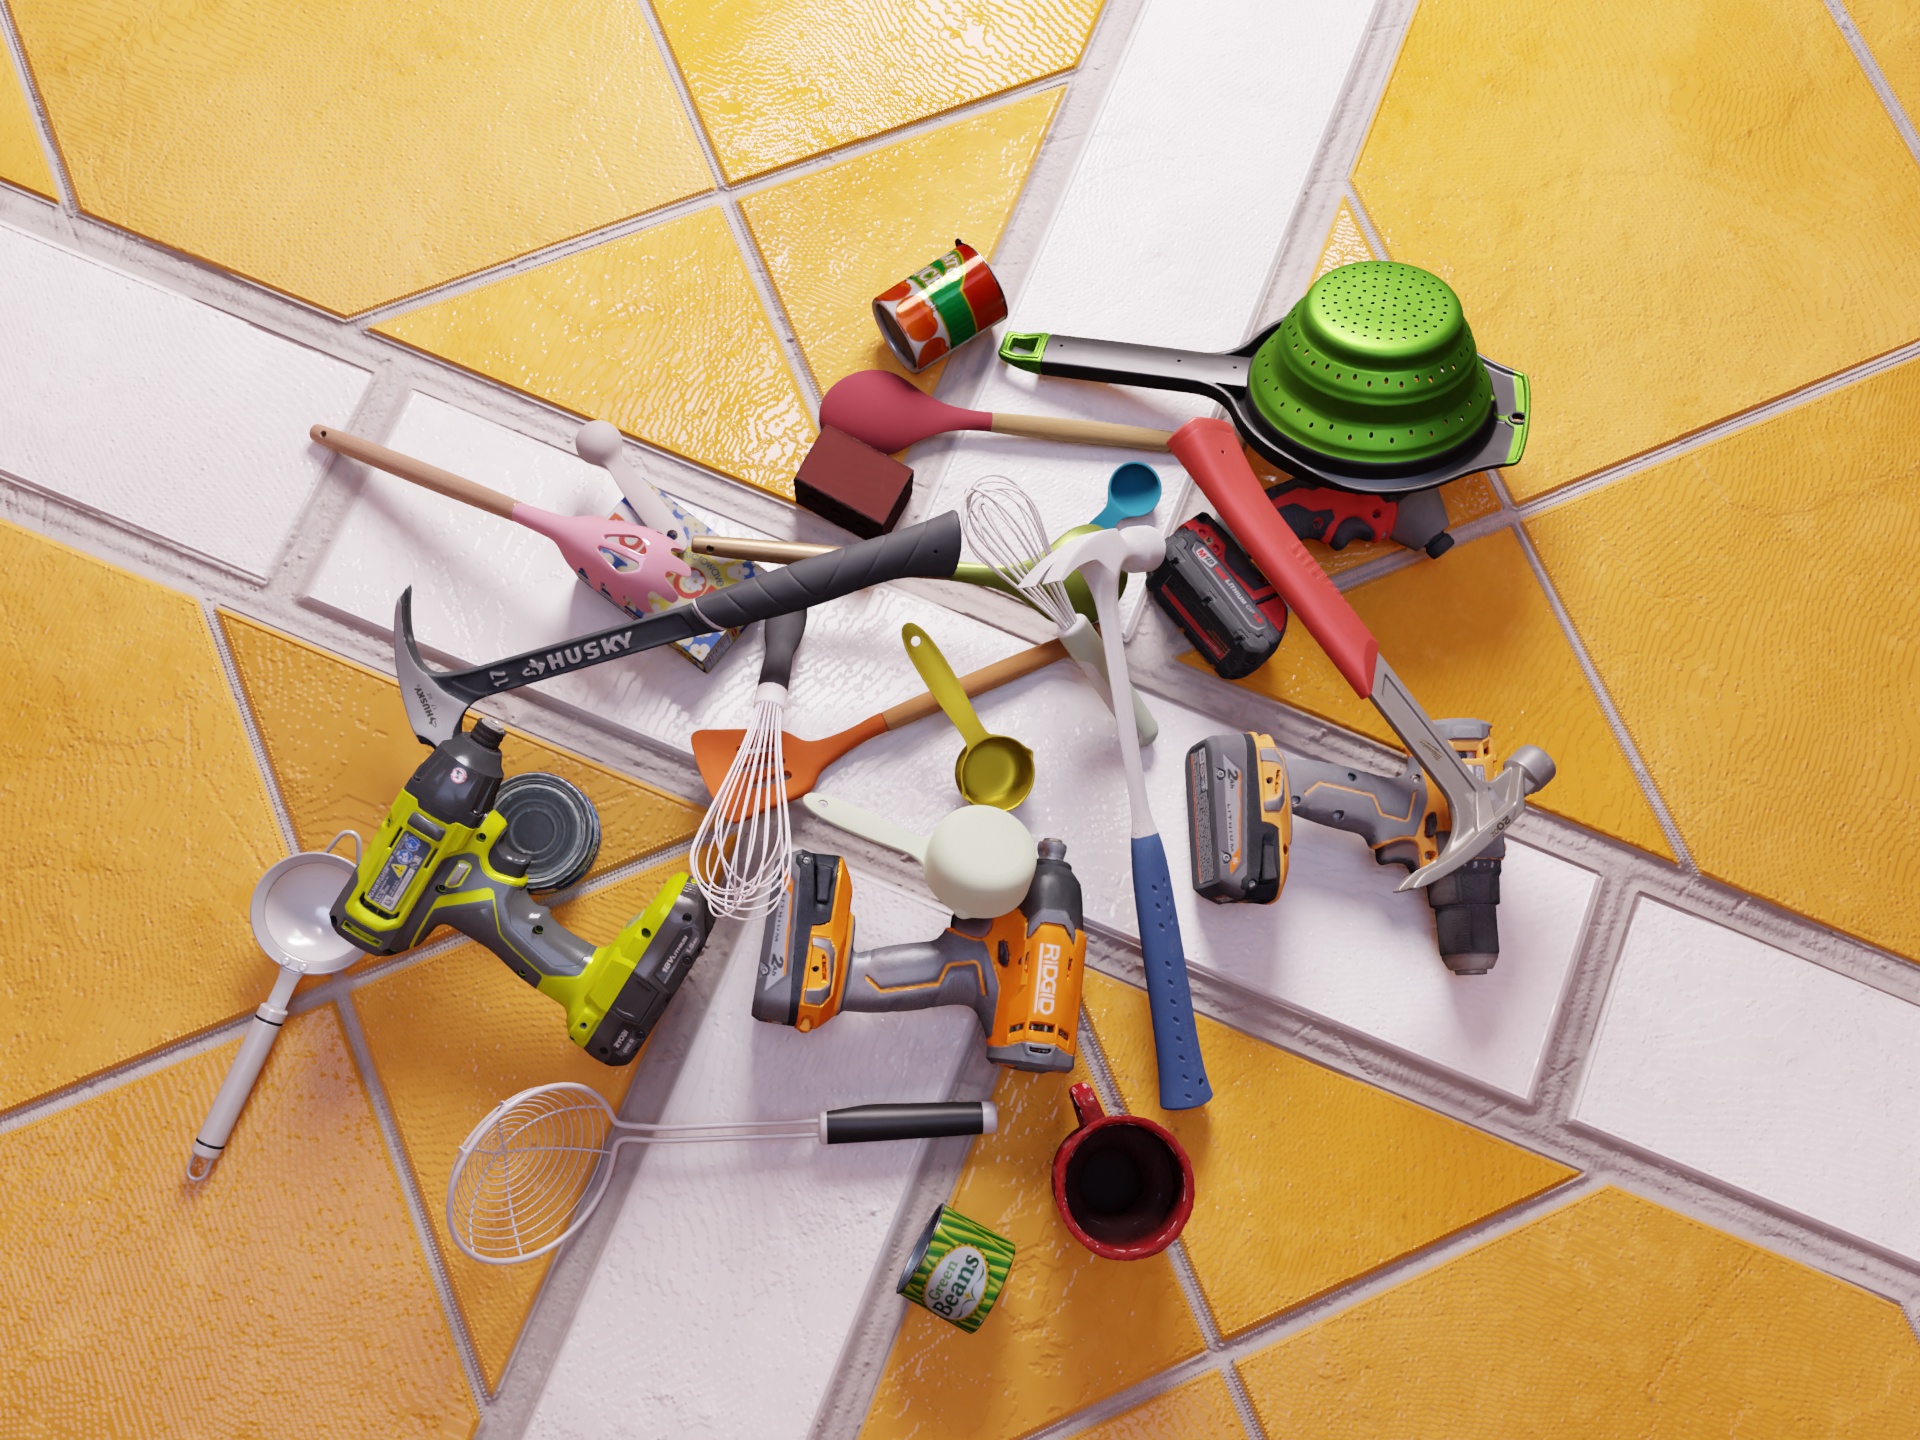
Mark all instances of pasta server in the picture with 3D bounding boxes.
[{"bbox_3d":[-0.341,-0.157,1.156,0.316,0.040,0.060,22,78,15],"label":"pasta server"}]

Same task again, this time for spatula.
[{"bbox_3d":[-0.034,-0.012,1.163,0.322,0.041,0.081,-23,64,-10],"label":"spatula"}]

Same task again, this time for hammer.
[{"bbox_3d":[0.258,-0.059,1.115,0.149,0.036,0.359,-36,86,-18],"label":"hammer"},{"bbox_3d":[0.122,0.070,1.102,0.035,0.144,0.405,-7,94,39],"label":"hammer"},{"bbox_3d":[-0.194,-0.073,1.101,0.409,0.036,0.149,-17,113,2],"label":"hammer"}]

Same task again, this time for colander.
[{"bbox_3d":[0.221,-0.279,1.167,0.397,0.094,0.205,10,52,12],"label":"colander"}]

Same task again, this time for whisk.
[{"bbox_3d":[-0.138,0.011,1.104,0.070,0.070,0.285,7,54,-2],"label":"whisk"},{"bbox_3d":[0.074,-0.073,1.129,0.059,0.058,0.246,-48,118,-23],"label":"whisk"}]

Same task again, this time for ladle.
[{"bbox_3d":[-0.035,-0.117,1.165,0.320,0.062,0.078,5,117,-4],"label":"ladle"},{"bbox_3d":[0.049,-0.225,1.221,0.315,0.031,0.069,5,87,-5],"label":"ladle"}]

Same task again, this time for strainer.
[{"bbox_3d":[-0.471,0.194,1.094,0.087,0.050,0.258,25,83,-9],"label":"strainer"}]

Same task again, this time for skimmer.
[{"bbox_3d":[-0.152,0.295,1.067,0.363,0.090,0.127,-2,111,-7],"label":"skimmer"}]

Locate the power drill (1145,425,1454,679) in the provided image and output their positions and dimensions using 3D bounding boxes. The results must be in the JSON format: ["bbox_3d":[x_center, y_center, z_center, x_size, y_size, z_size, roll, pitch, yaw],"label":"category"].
[{"bbox_3d":[0.260,-0.135,1.192,0.219,0.078,0.143,-37,83,-13],"label":"power drill"}]

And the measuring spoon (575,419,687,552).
[{"bbox_3d":[-0.238,-0.171,1.154,0.034,0.018,0.124,-37,80,-9],"label":"measuring spoon"}]

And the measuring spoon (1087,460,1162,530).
[{"bbox_3d":[0.102,-0.144,1.214,0.042,0.021,0.128,43,88,-9],"label":"measuring spoon"}]

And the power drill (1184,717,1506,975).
[{"bbox_3d":[0.284,0.092,1.145,0.226,0.084,0.185,-1,79,-9],"label":"power drill"}]

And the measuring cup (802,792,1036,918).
[{"bbox_3d":[-0.027,0.076,1.082,0.167,0.038,0.083,22,50,-1],"label":"measuring cup"}]

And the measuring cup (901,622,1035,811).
[{"bbox_3d":[-0.002,-0.004,1.146,0.062,0.029,0.156,-34,102,-12],"label":"measuring cup"}]

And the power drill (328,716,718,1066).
[{"bbox_3d":[-0.284,0.117,1.069,0.223,0.080,0.171,32,95,-7],"label":"power drill"}]

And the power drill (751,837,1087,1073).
[{"bbox_3d":[-0.023,0.151,1.112,0.226,0.084,0.164,9,76,-5],"label":"power drill"}]
